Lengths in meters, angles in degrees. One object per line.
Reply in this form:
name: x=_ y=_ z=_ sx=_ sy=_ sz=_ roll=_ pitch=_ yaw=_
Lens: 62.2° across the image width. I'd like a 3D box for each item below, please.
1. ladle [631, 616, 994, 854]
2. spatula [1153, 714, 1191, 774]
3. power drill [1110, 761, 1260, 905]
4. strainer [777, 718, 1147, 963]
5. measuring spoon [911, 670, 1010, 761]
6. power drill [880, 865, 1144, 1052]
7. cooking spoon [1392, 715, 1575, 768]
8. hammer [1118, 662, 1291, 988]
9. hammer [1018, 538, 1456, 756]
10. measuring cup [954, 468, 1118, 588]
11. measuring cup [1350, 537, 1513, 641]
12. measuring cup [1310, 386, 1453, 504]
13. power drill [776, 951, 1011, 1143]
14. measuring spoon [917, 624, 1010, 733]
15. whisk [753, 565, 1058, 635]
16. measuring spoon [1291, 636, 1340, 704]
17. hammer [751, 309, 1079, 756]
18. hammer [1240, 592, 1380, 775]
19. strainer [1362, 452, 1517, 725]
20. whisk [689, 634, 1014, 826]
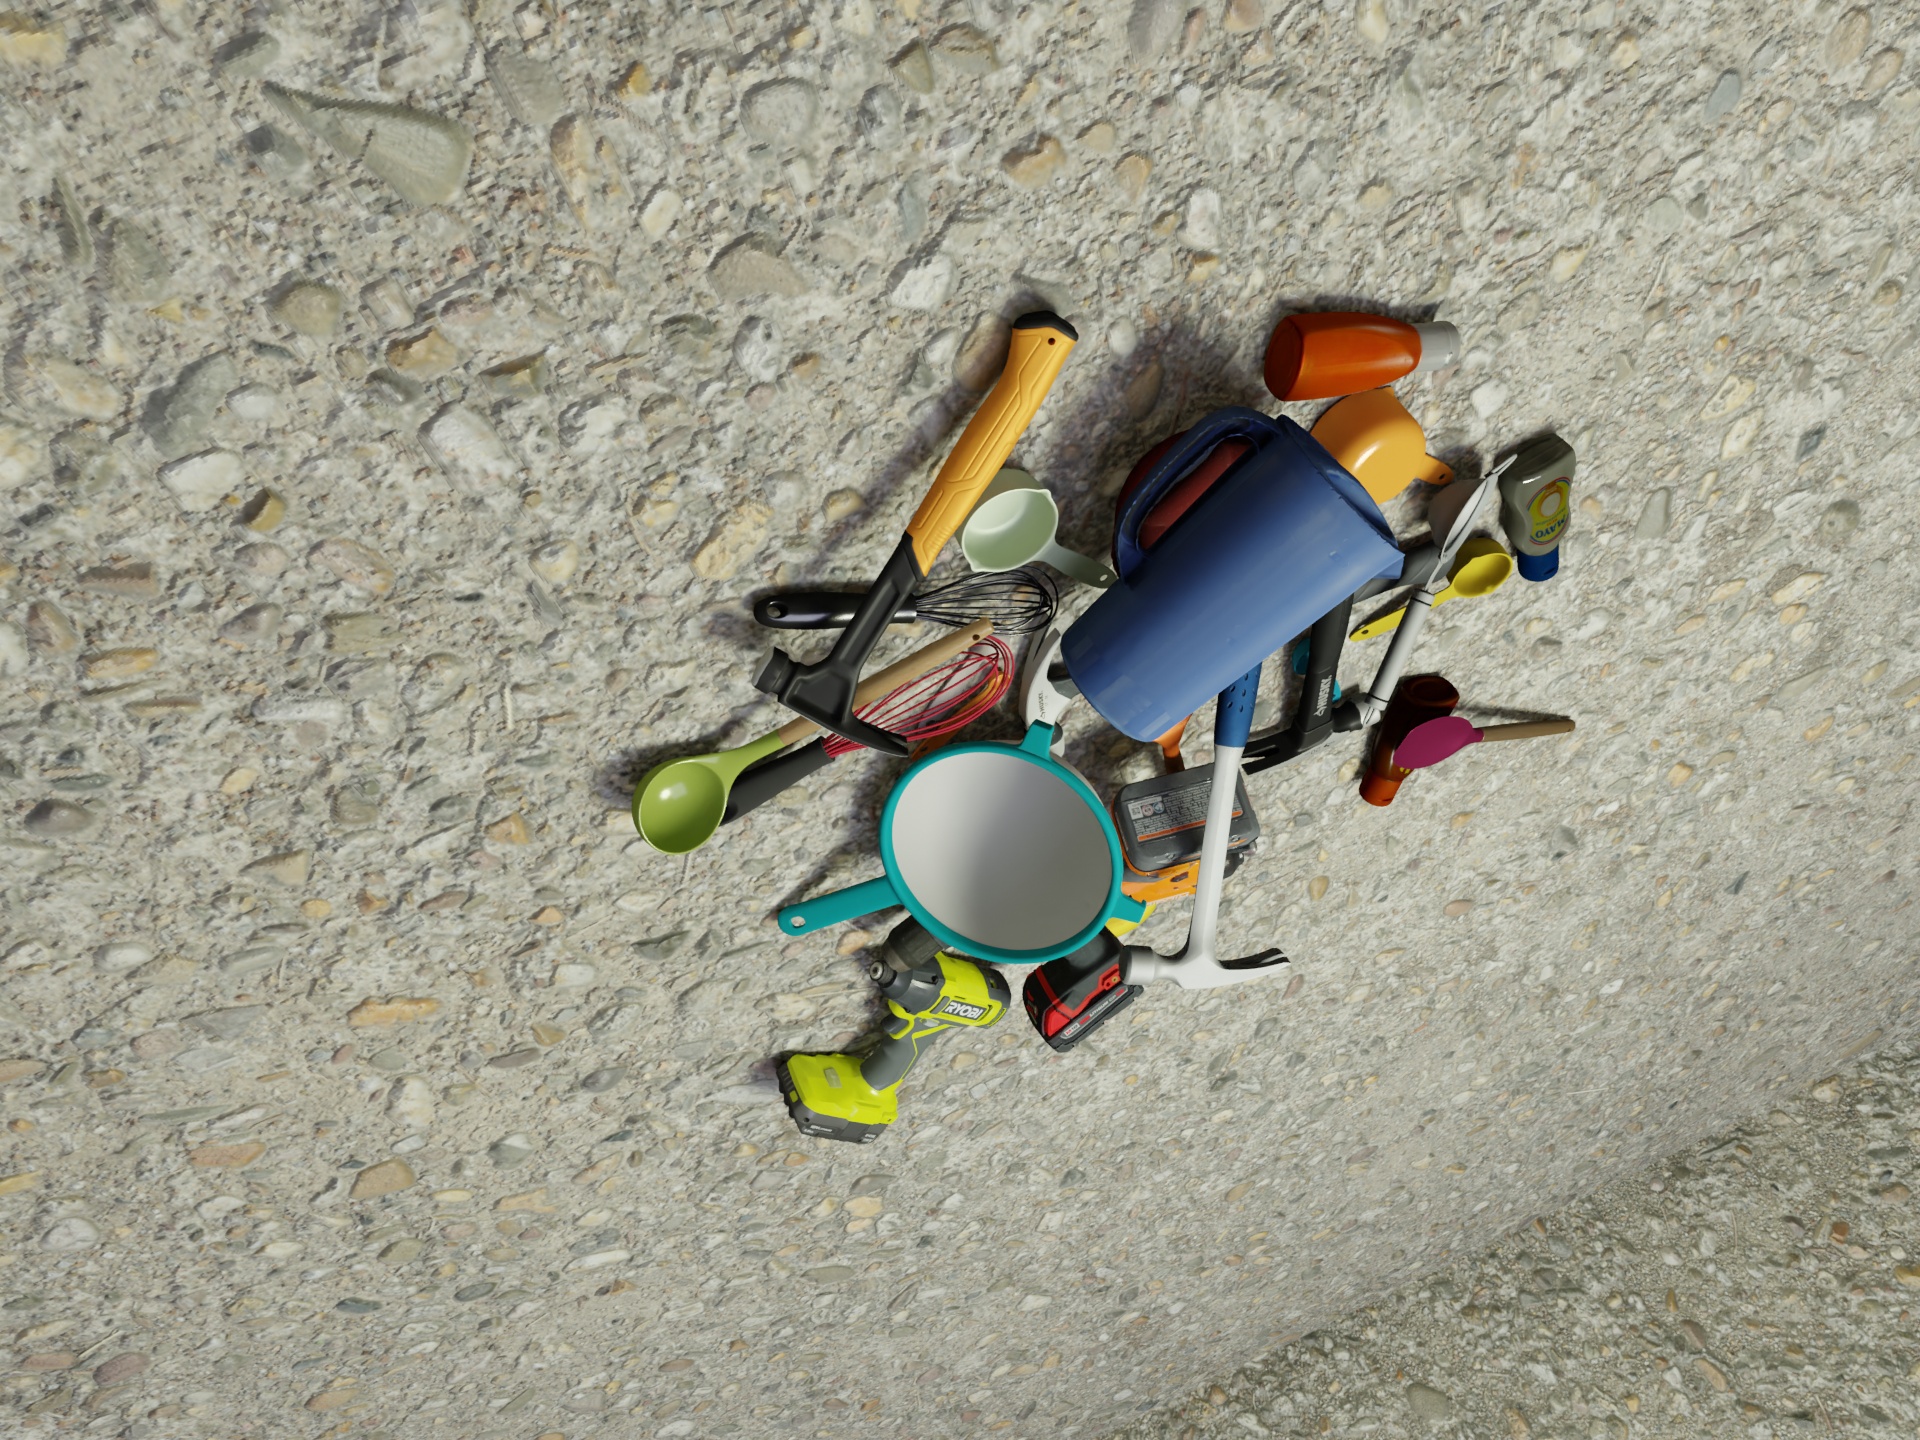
ladle: x=-0.113 y=0.009 z=1.212 sx=0.320 sy=0.062 sz=0.078 roll=-28 pitch=129 yaw=13
spatula: x=0.187 y=0.029 z=1.422 sx=0.081 sy=0.041 sz=0.322 roll=-28 pitch=154 yaw=0
power drill: x=0.209 y=0.112 z=1.472 sx=0.164 sy=0.084 sz=0.226 roll=-14 pitch=160 yaw=-5
strainer: x=-0.009 y=0.116 z=1.388 sx=0.340 sy=0.095 sz=0.211 roll=-21 pitch=107 yaw=28
measuring spoon: x=-0.002 y=-0.004 z=1.332 sx=0.117 sy=0.011 sz=0.021 roll=-43 pitch=144 yaw=23
power drill: x=0.050 y=0.217 z=1.507 sx=0.188 sy=0.080 sz=0.226 roll=-38 pitch=122 yaw=3
cooking spoon: x=0.533 y=0.013 z=1.598 sx=0.318 sy=0.017 sz=0.068 roll=-4 pitch=134 yaw=-41
hammer: x=0.227 y=0.031 z=1.319 sx=0.144 sy=0.035 sz=0.405 roll=4 pitch=103 yaw=-9
hammer: x=0.239 y=-0.084 z=1.360 sx=0.409 sy=0.036 sz=0.149 roll=-20 pitch=139 yaw=-10
measuring cup: x=0.060 y=-0.138 z=1.199 sx=0.167 sy=0.038 sz=0.083 roll=21 pitch=121 yaw=-44
measuring cup: x=0.421 y=-0.117 z=1.440 sx=0.156 sy=0.029 sz=0.062 roll=-28 pitch=142 yaw=19
measuring cup: x=0.355 y=-0.203 z=1.279 sx=0.173 sy=0.052 sz=0.095 roll=12 pitch=126 yaw=-37
power drill: x=-0.076 y=0.319 z=1.589 sx=0.171 sy=0.080 sz=0.223 roll=23 pitch=116 yaw=-43
measuring spoon: x=0.002 y=-0.028 z=1.299 sx=0.034 sy=0.018 sz=0.124 roll=12 pitch=127 yaw=-38
whisk: x=-0.038 y=-0.088 z=1.195 sx=0.239 sy=0.055 sz=0.055 roll=-4 pitch=135 yaw=-19
measuring spoon: x=0.331 y=-0.046 z=1.470 sx=0.042 sy=0.021 sz=0.128 roll=-32 pitch=149 yaw=8
hammer: x=-0.013 y=-0.131 z=1.117 sx=0.127 sy=0.034 sz=0.336 roll=28 pitch=109 yaw=-14
hammer: x=0.311 y=-0.057 z=1.375 sx=0.146 sy=0.035 sz=0.334 roll=-25 pitch=151 yaw=-7
strainer: x=0.395 y=-0.113 z=1.354 sx=0.087 sy=0.050 sz=0.258 roll=-3 pitch=117 yaw=-64
whisk: x=-0.090 y=0.013 z=1.264 sx=0.296 sy=0.073 sz=0.073 roll=-28 pitch=141 yaw=10
